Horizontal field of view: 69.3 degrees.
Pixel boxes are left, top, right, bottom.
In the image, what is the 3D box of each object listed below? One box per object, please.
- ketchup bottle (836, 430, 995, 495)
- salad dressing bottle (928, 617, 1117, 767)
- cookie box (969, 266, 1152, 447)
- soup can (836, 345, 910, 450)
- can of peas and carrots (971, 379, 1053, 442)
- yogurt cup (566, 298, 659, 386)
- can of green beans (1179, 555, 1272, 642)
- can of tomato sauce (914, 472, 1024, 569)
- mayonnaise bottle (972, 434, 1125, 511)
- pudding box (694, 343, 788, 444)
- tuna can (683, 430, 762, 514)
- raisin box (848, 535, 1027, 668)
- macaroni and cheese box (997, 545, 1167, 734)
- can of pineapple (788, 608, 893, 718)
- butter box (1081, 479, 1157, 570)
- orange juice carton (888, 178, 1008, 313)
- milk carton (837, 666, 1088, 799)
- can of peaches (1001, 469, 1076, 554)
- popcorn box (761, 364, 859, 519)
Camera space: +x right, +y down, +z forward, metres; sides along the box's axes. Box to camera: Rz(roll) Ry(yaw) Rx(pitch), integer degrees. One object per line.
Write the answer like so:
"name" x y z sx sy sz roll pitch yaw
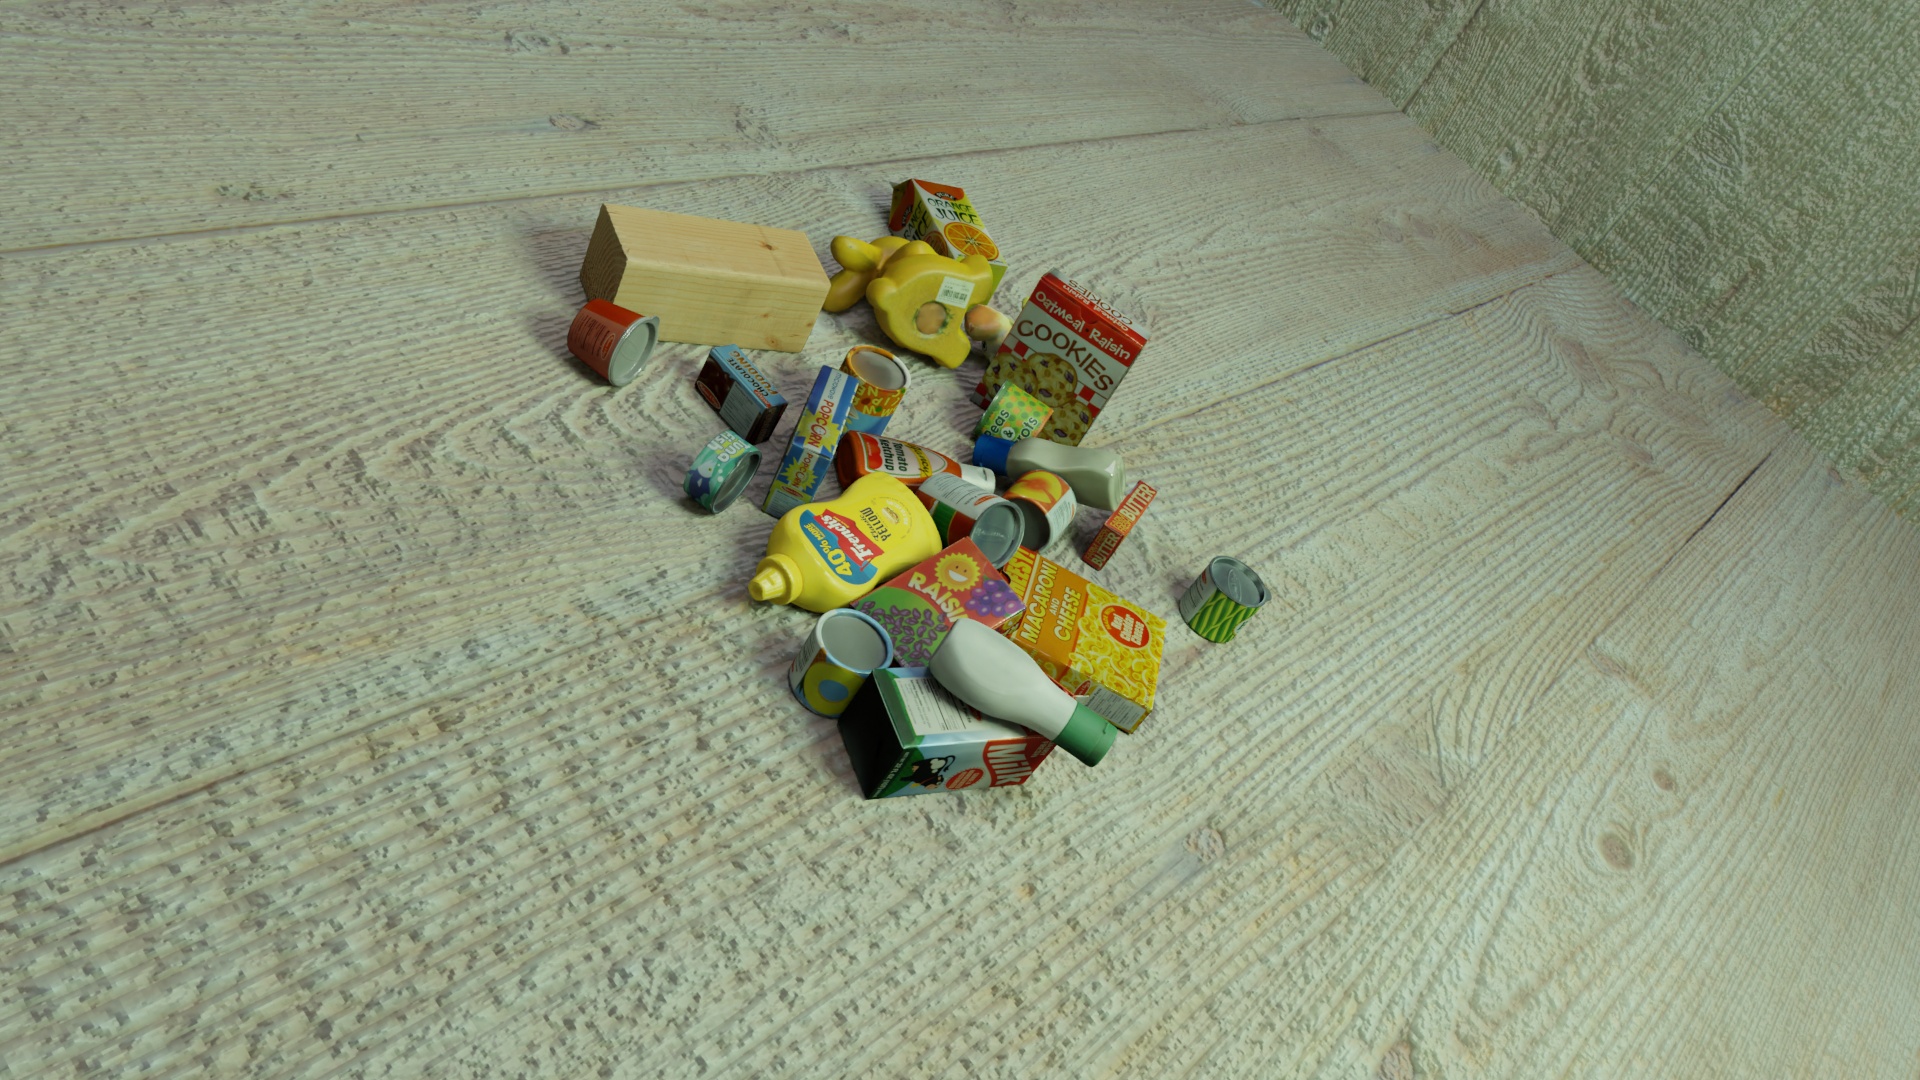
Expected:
"ketchup bottle" -0.040 -0.061 1.297 0.149 0.043 0.065 10 45 -28
"salad dressing bottle" 0.048 0.116 1.048 0.148 0.043 0.064 34 39 -1
"cookie box" 0.101 -0.177 1.421 0.123 0.166 0.040 35 38 3
"soup can" -0.095 -0.132 1.303 0.071 0.083 0.072 19 40 -17
"can of peas and carrots" 0.052 -0.120 1.406 0.059 0.070 0.071 33 38 -1
"yogurt cup" -0.307 -0.177 1.221 0.054 0.072 0.073 29 37 9
"can of green beans" 0.258 0.058 1.364 0.071 0.057 0.071 19 39 -17
"can of tomato sauce" 0.004 -0.016 1.239 0.071 0.071 0.083 -10 27 -41
"mayonnaise bottle" 0.085 -0.071 1.351 0.148 0.064 0.041 15 57 21
"pudding box" -0.199 -0.133 1.258 0.084 0.049 0.030 47 38 18
"tuna can" -0.198 -0.059 1.161 0.033 0.070 0.071 36 38 6
"raisin box" -0.019 0.062 1.146 0.124 0.039 0.086 -30 65 -26
"macaroni and cheese box" 0.098 0.083 1.239 0.166 0.040 0.124 28 38 -6
"can of pineapple" -0.091 0.096 1.078 0.071 0.057 0.071 20 39 -17
"butter box" 0.158 -0.016 1.378 0.024 0.052 0.104 36 38 6
"orange juice carton" -0.023 -0.352 1.601 0.072 0.072 0.193 2 47 -33
"milk carton" 0.010 0.146 1.084 0.191 0.072 0.074 1 49 -34
"can of peaches" 0.067 -0.026 1.317 0.071 0.071 0.058 37 38 5
"popcorn box" -0.131 -0.085 1.225 0.038 0.084 0.127 24 39 -10
